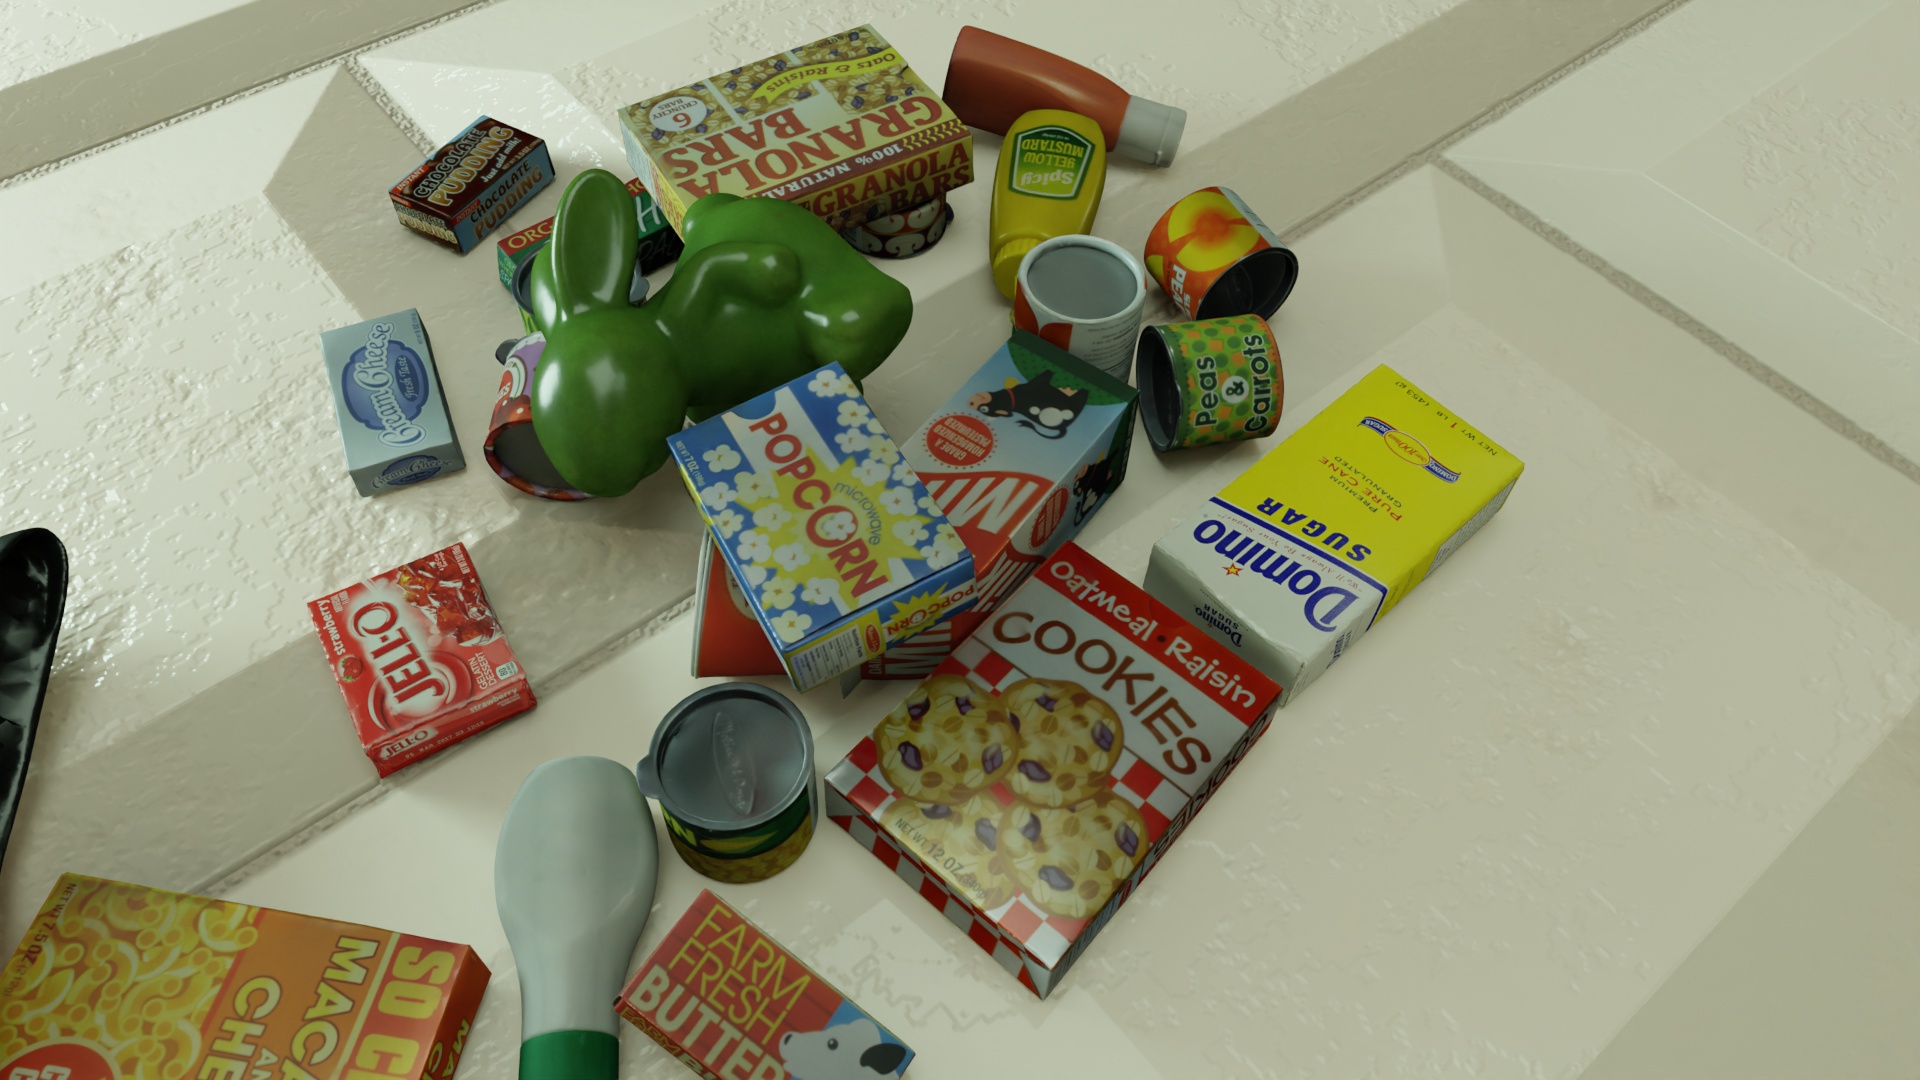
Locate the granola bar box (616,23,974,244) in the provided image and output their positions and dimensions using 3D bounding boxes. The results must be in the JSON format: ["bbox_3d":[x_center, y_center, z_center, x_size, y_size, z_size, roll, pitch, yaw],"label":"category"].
[{"bbox_3d":[-0.094,-0.225,0.791,0.166,0.038,0.124,-26,58,-17],"label":"granola bar box"}]

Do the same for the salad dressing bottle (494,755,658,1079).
[{"bbox_3d":[-0.152,0.160,0.544,0.064,0.043,0.148,-3,55,-7],"label":"salad dressing bottle"}]

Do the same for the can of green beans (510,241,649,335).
[{"bbox_3d":[-0.198,-0.118,0.737,0.071,0.057,0.071,1,54,-2],"label":"can of green beans"}]

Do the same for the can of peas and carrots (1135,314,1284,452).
[{"bbox_3d":[0.129,-0.081,0.718,0.059,0.070,0.071,-8,55,-9],"label":"can of peas and carrots"}]

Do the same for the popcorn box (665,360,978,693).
[{"bbox_3d":[-0.059,-0.008,0.586,0.085,0.038,0.127,-27,57,-13],"label":"popcorn box"}]

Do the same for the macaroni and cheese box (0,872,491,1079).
[{"bbox_3d":[-0.277,0.199,0.511,0.166,0.040,0.124,9,54,4],"label":"macaroni and cheese box"}]

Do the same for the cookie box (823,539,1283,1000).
[{"bbox_3d":[0.042,0.091,0.604,0.123,0.040,0.168,36,60,21],"label":"cookie box"}]

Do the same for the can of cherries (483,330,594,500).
[{"bbox_3d":[-0.200,-0.062,0.689,0.071,0.071,0.059,1,55,-1],"label":"can of cherries"}]

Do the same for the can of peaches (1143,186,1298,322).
[{"bbox_3d":[0.142,-0.153,0.774,0.071,0.071,0.058,-21,58,-17],"label":"can of peaches"}]

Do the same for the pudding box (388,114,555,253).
[{"bbox_3d":[-0.287,-0.211,0.819,0.050,0.030,0.084,25,56,16],"label":"pudding box"}]

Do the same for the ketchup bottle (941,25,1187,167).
[{"bbox_3d":[0.064,-0.269,0.861,0.149,0.064,0.044,17,67,-1],"label":"ketchup bottle"}]

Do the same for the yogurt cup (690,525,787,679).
[{"bbox_3d":[-0.092,0.031,0.630,0.054,0.072,0.073,6,53,-8],"label":"yogurt cup"}]

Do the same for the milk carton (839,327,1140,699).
[{"bbox_3d":[0.002,-0.008,0.656,0.073,0.072,0.191,30,58,20],"label":"milk carton"}]

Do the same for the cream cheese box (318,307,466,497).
[{"bbox_3d":[-0.296,-0.072,0.720,0.053,0.024,0.104,-19,57,-14],"label":"cream cheese box"}]

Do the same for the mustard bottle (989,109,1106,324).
[{"bbox_3d":[0.047,-0.184,0.802,0.065,0.048,0.161,8,54,5],"label":"mustard bottle"}]

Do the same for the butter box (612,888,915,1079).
[{"bbox_3d":[-0.073,0.184,0.522,0.103,0.024,0.053,38,57,0],"label":"butter box"}]

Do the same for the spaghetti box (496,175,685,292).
[{"bbox_3d":[-0.151,-0.204,0.820,0.251,0.028,0.050,-34,61,-24],"label":"spaghetti box"}]

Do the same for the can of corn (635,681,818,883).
[{"bbox_3d":[-0.095,0.103,0.579,0.071,0.058,0.071,1,54,-2],"label":"can of corn"}]

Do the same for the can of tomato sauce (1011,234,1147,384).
[{"bbox_3d":[0.058,-0.108,0.726,0.071,0.082,0.071,1,54,-2],"label":"can of tomato sauce"}]

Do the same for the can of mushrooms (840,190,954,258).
[{"bbox_3d":[-0.038,-0.201,0.821,0.071,0.033,0.071,1,53,-1],"label":"can of mushrooms"}]
